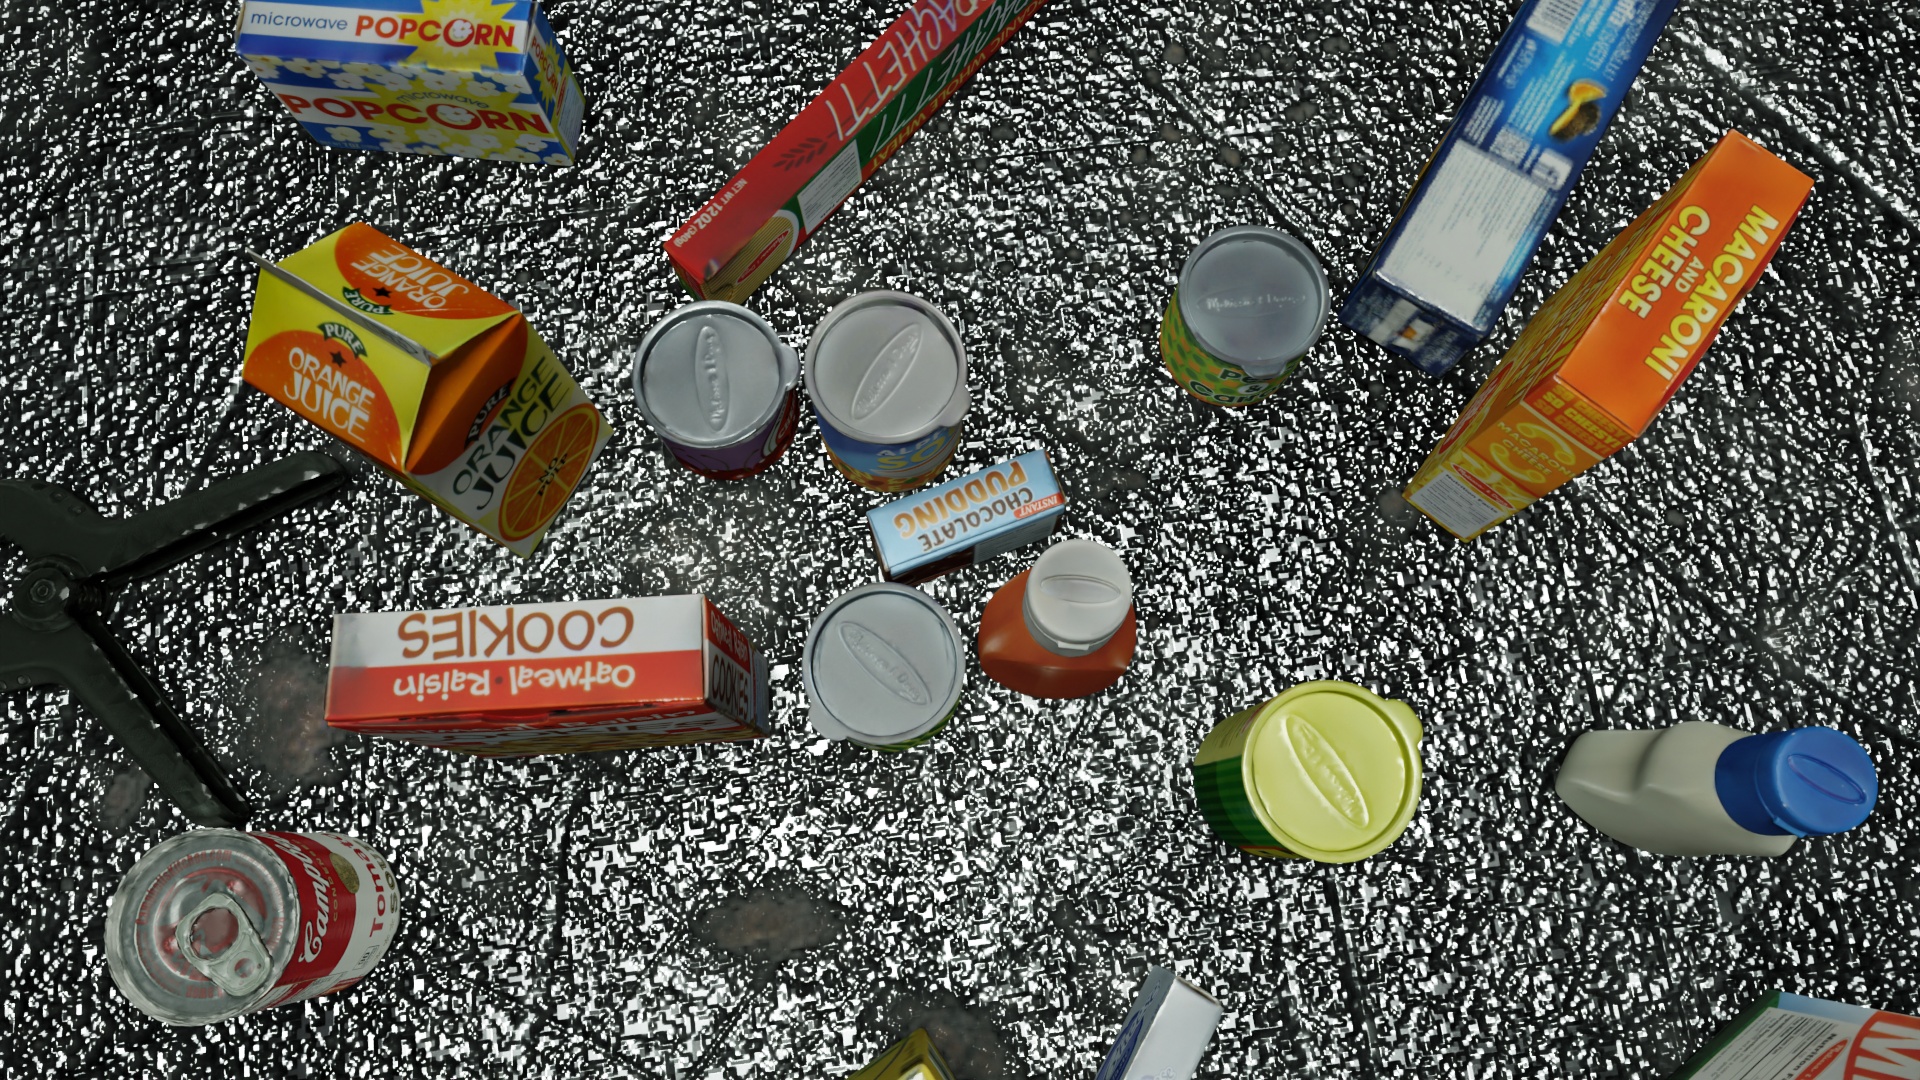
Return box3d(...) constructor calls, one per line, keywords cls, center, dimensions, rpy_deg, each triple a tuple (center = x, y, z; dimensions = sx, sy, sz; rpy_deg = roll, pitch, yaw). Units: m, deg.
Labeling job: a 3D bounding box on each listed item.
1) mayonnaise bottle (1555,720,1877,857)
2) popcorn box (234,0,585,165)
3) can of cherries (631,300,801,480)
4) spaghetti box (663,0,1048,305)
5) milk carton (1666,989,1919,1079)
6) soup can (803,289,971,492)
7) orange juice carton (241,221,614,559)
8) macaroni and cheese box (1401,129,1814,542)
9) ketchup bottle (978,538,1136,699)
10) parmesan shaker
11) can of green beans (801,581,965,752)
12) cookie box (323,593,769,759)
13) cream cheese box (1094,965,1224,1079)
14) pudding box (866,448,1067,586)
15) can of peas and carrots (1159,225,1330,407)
box3d(cls="mayonnaise bottle", center=(0.290, 0.096, 0.537), dimensions=(0.065, 0.147, 0.041), rpy_deg=(30, 79, 6))
box3d(cls="popcorn box", center=(-0.246, -0.211, 0.632), dimensions=(0.127, 0.085, 0.038), rpy_deg=(4, 77, 0))
box3d(cls="can of cherries", center=(-0.104, -0.064, 0.613), dimensions=(0.071, 0.058, 0.071), rpy_deg=(0, 77, -1))
box3d(cls="spaghetti box", center=(-0.039, -0.204, 0.651), dimensions=(0.029, 0.050, 0.250), rpy_deg=(41, 80, 8))
box3d(cls="milk carton", center=(0.337, 0.219, 0.487), dimensions=(0.073, 0.190, 0.072), rpy_deg=(-37, 80, -8))
box3d(cls="soup can", center=(-0.029, -0.060, 0.601), dimensions=(0.071, 0.083, 0.071), rpy_deg=(0, 77, -1))
box3d(cls="orange juice carton", center=(-0.205, -0.058, 0.542), dimensions=(0.072, 0.192, 0.073), rpy_deg=(30, 79, 6))
box3d(cls="macaroni and cheese box", center=(0.255, -0.074, 0.566), dimensions=(0.040, 0.166, 0.124), rpy_deg=(37, 79, 7))
box3d(cls="ketchup bottle", center=(0.040, 0.033, 0.547), dimensions=(0.065, 0.148, 0.043), rpy_deg=(6, 77, 1))
box3d(cls="parmesan shaker", center=(0.138, 0.094, 0.558), dimensions=(0.071, 0.103, 0.071), rpy_deg=(0, 77, -1))
box3d(cls="can of green beans", center=(-0.031, 0.055, 0.587), dimensions=(0.071, 0.057, 0.071), rpy_deg=(0, 77, -1))
box3d(cls="cookie box", center=(-0.144, 0.057, 0.529), dimensions=(0.123, 0.167, 0.040), rpy_deg=(-4, 78, -2))
box3d(cls="cream cheese box", center=(0.067, 0.223, 0.552), dimensions=(0.024, 0.053, 0.104), rpy_deg=(29, 78, 6))
box3d(cls="pudding box", center=(0.002, -0.008, 0.606), dimensions=(0.084, 0.049, 0.030), rpy_deg=(-21, 78, -5))
box3d(cls="can of peas and carrots", center=(0.127, -0.097, 0.625), dimensions=(0.071, 0.058, 0.071), rpy_deg=(0, 77, -1))
